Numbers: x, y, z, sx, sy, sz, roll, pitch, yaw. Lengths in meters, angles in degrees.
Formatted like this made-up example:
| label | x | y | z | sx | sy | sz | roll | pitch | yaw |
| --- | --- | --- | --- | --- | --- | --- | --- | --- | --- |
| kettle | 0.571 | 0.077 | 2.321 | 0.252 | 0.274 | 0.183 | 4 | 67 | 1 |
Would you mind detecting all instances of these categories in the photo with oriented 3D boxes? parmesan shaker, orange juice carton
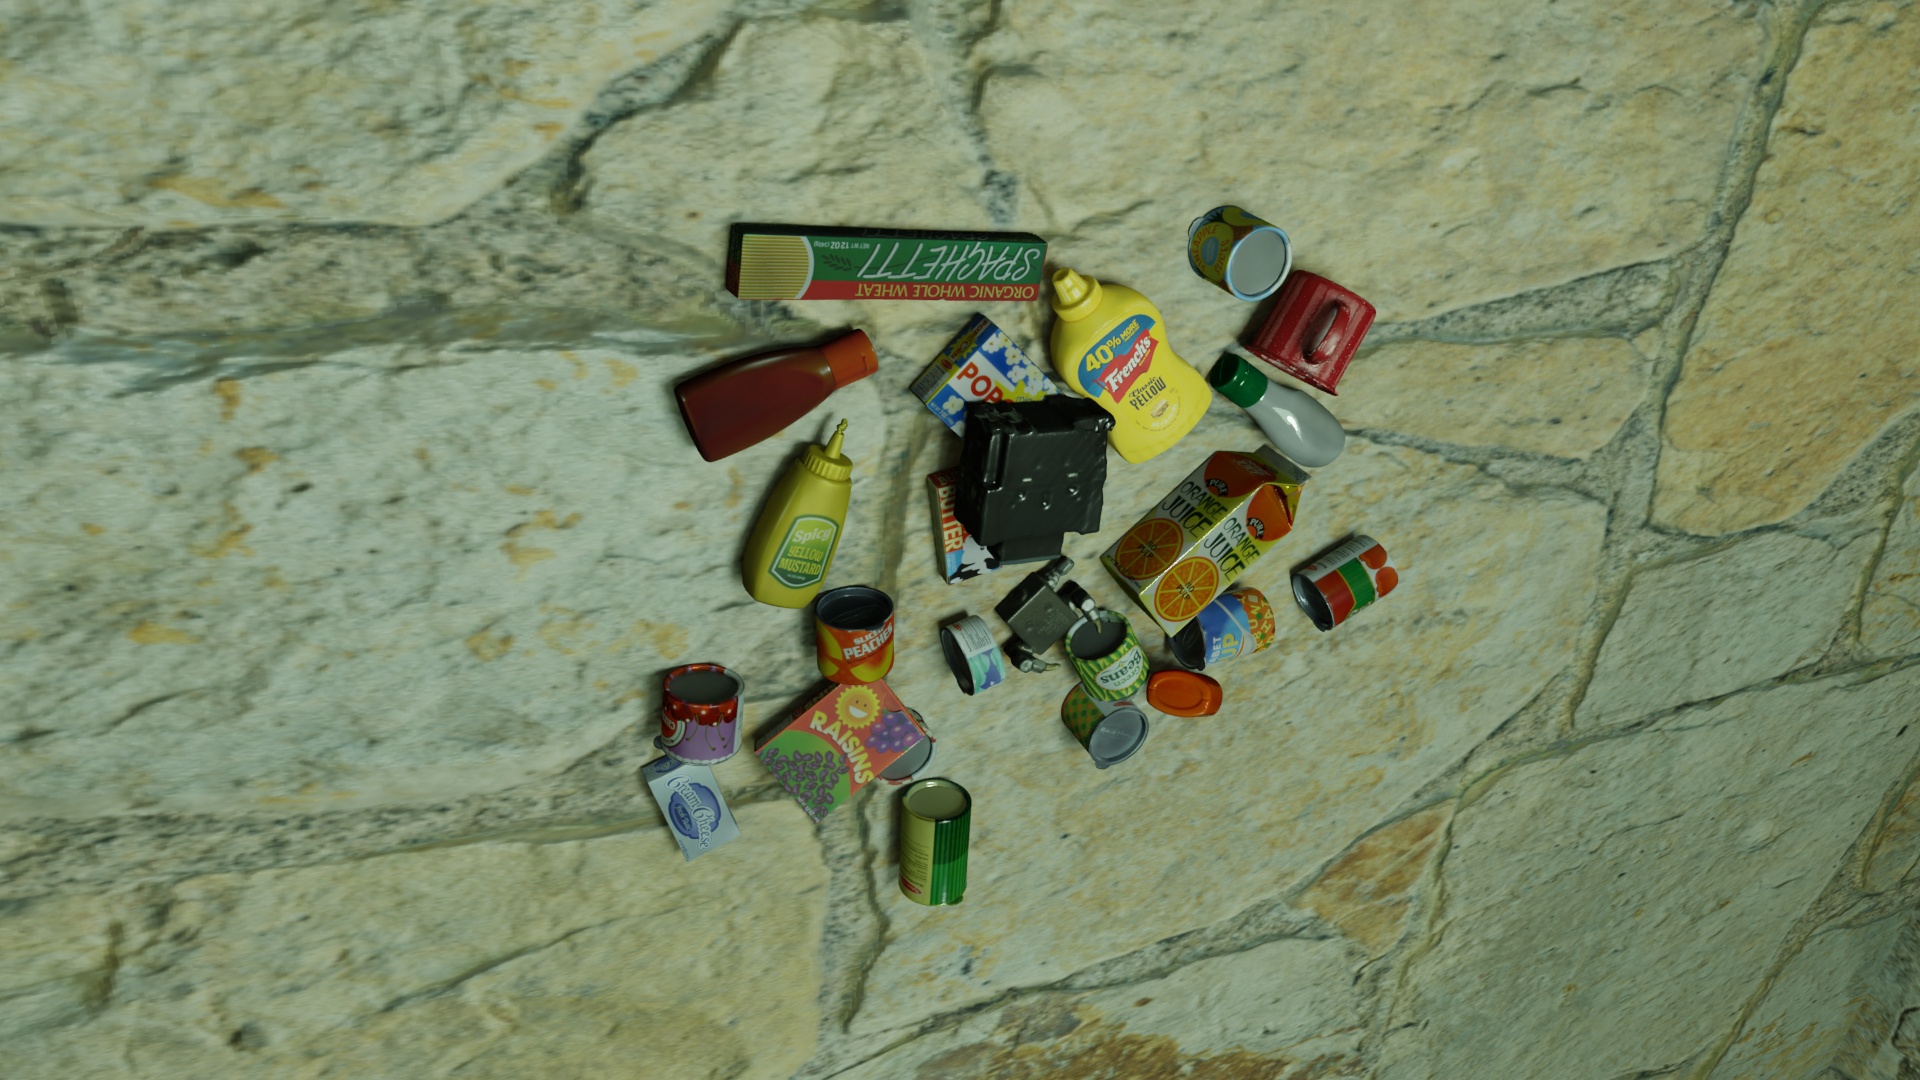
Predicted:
| label | x | y | z | sx | sy | sz | roll | pitch | yaw |
| --- | --- | --- | --- | --- | --- | --- | --- | --- | --- |
| parmesan shaker | -0.022 | 0.286 | 1.316 | 0.071 | 0.071 | 0.102 | -10 | 121 | -23 |
| orange juice carton | 0.231 | -0.010 | 1.280 | 0.193 | 0.072 | 0.073 | -42 | 129 | 0 |

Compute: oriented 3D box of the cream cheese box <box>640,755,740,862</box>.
| label | x | y | z | sx | sy | sz | roll | pitch | yaw |
| --- | --- | --- | --- | --- | --- | --- | --- | --- | --- |
| cream cheese box | -0.231 | 0.225 | 1.197 | 0.053 | 0.024 | 0.103 | -26 | 127 | -14 |

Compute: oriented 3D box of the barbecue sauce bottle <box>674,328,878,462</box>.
| label | x | y | z | sx | sy | sz | roll | pitch | yaw |
| --- | --- | --- | --- | --- | --- | --- | --- | --- | --- |
| barbecue sauce bottle | -0.135 | -0.115 | 1.040 | 0.149 | 0.044 | 0.064 | -25 | 127 | -14 |

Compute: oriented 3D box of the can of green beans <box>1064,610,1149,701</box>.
| label | x | y | z | sx | sy | sz | roll | pitch | yaw |
| --- | --- | --- | --- | --- | --- | --- | --- | --- | --- |
| can of green beans | 0.137 | 0.108 | 1.301 | 0.071 | 0.071 | 0.057 | -34 | 128 | -6 |

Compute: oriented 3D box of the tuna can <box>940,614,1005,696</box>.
| label | x | y | z | sx | sy | sz | roll | pitch | yaw |
| --- | --- | --- | --- | --- | --- | --- | --- | --- | --- |
| tuna can | 0.011 | 0.103 | 1.231 | 0.033 | 0.071 | 0.070 | -22 | 126 | -16 |

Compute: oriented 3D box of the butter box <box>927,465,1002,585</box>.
| label | x | y | z | sx | sy | sz | roll | pitch | yaw |
| --- | --- | --- | --- | --- | --- | --- | --- | --- | --- |
| butter box | 0.004 | -0.015 | 1.185 | 0.053 | 0.024 | 0.103 | -18 | 124 | -18 |

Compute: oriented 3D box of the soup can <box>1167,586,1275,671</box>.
| label | x | y | z | sx | sy | sz | roll | pitch | yaw |
| --- | --- | --- | --- | --- | --- | --- | --- | --- | --- |
| soup can | 0.254 | 0.087 | 1.349 | 0.084 | 0.071 | 0.071 | -11 | 122 | -23 |

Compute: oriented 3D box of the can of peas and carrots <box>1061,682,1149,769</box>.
| label | x | y | z | sx | sy | sz | roll | pitch | yaw |
| --- | --- | --- | --- | --- | --- | --- | --- | --- | --- |
| can of peas and carrots | 0.139 | 0.176 | 1.347 | 0.071 | 0.059 | 0.070 | -13 | 123 | -21 |

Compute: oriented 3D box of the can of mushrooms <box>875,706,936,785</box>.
| label | x | y | z | sx | sy | sz | roll | pitch | yaw |
| --- | --- | --- | --- | --- | --- | --- | --- | --- | --- |
| can of mushrooms | -0.058 | 0.187 | 1.263 | 0.071 | 0.033 | 0.070 | -14 | 124 | -21 |

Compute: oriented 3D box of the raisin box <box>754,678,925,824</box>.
| label | x | y | z | sx | sy | sz | roll | pitch | yaw |
| --- | --- | --- | --- | --- | --- | --- | --- | --- | --- |
| raisin box | -0.105 | 0.172 | 1.204 | 0.123 | 0.040 | 0.086 | -38 | 99 | -4 |

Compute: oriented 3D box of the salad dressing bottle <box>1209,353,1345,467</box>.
| label | x | y | z | sx | sy | sz | roll | pitch | yaw |
| --- | --- | --- | --- | --- | --- | --- | --- | --- | --- |
| salad dressing bottle | 0.287 | -0.119 | 1.259 | 0.147 | 0.064 | 0.044 | 30 | 144 | -30 |

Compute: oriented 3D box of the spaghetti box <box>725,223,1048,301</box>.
| label | x | y | z | sx | sy | sz | roll | pitch | yaw |
| --- | --- | --- | --- | --- | --- | --- | --- | --- | --- |
| spaghetti box | -0.050 | -0.207 | 1.041 | 0.251 | 0.029 | 0.050 | -4 | 120 | -26 |

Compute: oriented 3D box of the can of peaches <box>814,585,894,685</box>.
| label | x | y | z | sx | sy | sz | roll | pitch | yaw |
| --- | --- | --- | --- | --- | --- | --- | --- | --- | --- |
| can of peaches | -0.087 | 0.081 | 1.161 | 0.071 | 0.071 | 0.057 | -12 | 123 | -22 |

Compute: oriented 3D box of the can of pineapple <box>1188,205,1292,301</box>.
| label | x | y | z | sx | sy | sz | roll | pitch | yaw |
| --- | --- | --- | --- | --- | --- | --- | --- | --- | --- |
| can of pineapple | 0.231 | -0.239 | 1.156 | 0.071 | 0.058 | 0.070 | -13 | 123 | -21 |

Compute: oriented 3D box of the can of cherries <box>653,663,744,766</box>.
| label | x | y | z | sx | sy | sz | roll | pitch | yaw |
| --- | --- | --- | --- | --- | --- | --- | --- | --- | --- |
| can of cherries | -0.213 | 0.141 | 1.131 | 0.071 | 0.072 | 0.058 | -5 | 120 | -26 |

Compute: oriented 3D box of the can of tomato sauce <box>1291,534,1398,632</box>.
| label | x | y | z | sx | sy | sz | roll | pitch | yaw |
| --- | --- | --- | --- | --- | --- | --- | --- | --- | --- |
| can of tomato sauce | 0.388 | 0.043 | 1.398 | 0.083 | 0.071 | 0.071 | -30 | 127 | -11 |

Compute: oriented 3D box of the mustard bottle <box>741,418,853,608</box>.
| label | x | y | z | sx | sy | sz | roll | pitch | yaw |
| --- | --- | --- | --- | --- | --- | --- | --- | --- | --- |
| mustard bottle | -0.121 | -0.024 | 1.096 | 0.065 | 0.049 | 0.159 | 11 | 112 | -34 |

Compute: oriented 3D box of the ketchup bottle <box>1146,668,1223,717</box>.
| label | x | y | z | sx | sy | sz | roll | pitch | yaw |
| --- | --- | --- | --- | --- | --- | --- | --- | --- | --- |
| ketchup bottle | 0.225 | 0.149 | 1.346 | 0.149 | 0.065 | 0.043 | 19 | 81 | -69 |

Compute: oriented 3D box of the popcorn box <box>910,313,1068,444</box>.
| label | x | y | z | sx | sy | sz | roll | pitch | yaw |
| --- | --- | --- | --- | --- | --- | --- | --- | --- | --- |
| popcorn box | 0.031 | -0.113 | 1.133 | 0.085 | 0.038 | 0.126 | -47 | 128 | 4 |
